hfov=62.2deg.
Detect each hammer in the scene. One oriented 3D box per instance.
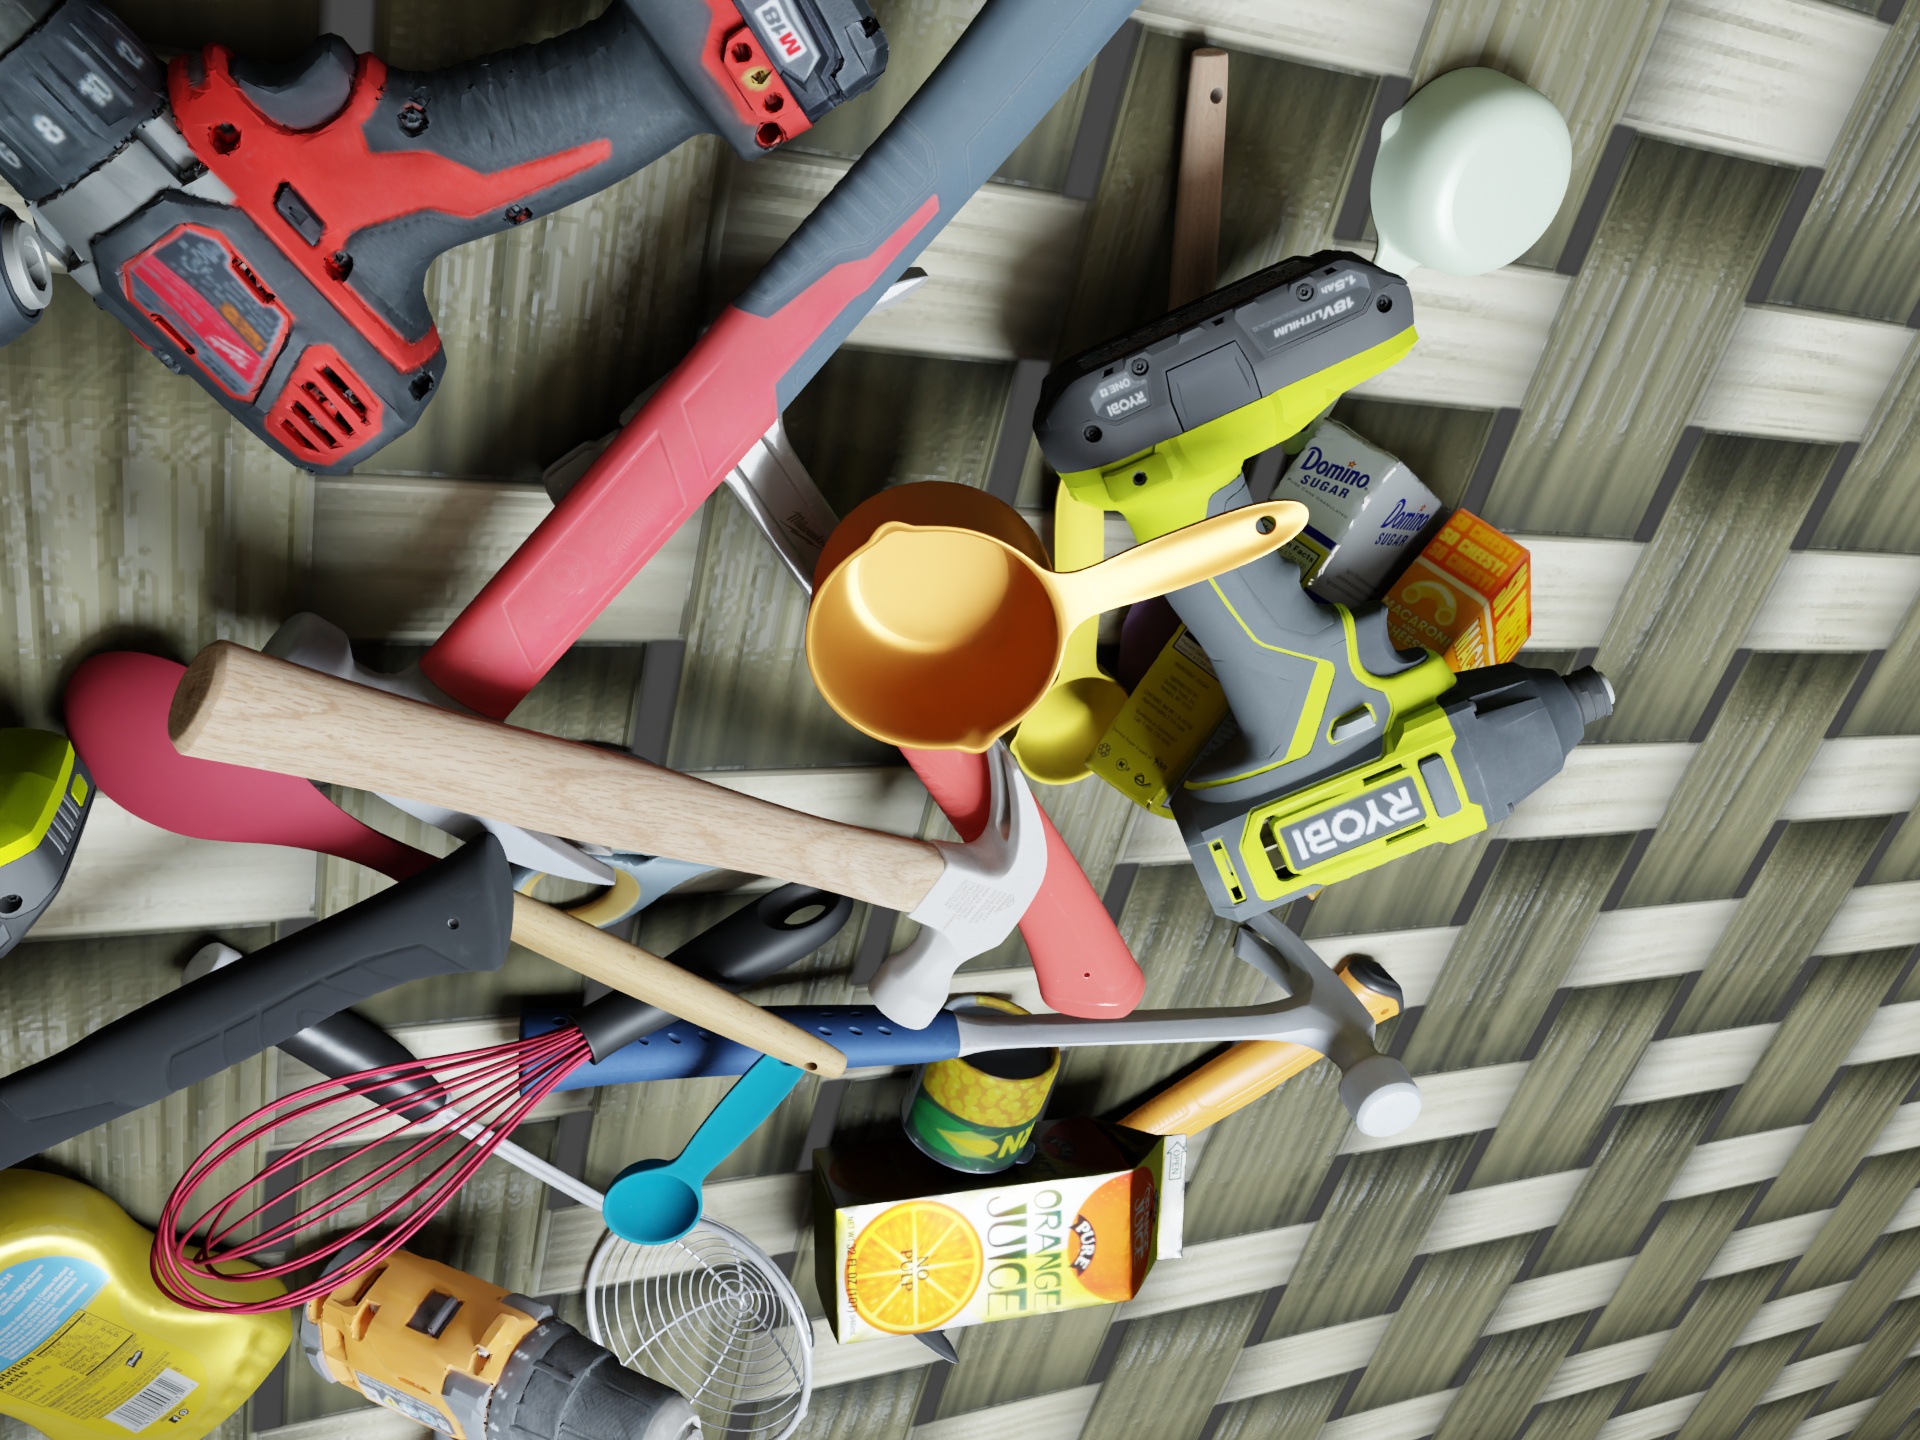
[{"bbox_3d":[-0.001,-0.002,0.639,0.149,0.037,0.358,-32,125,3],"label":"hammer"},{"bbox_3d":[-0.095,0.032,0.548,0.331,0.031,0.130,20,114,-42],"label":"hammer"},{"bbox_3d":[-0.055,-0.107,0.513,0.386,0.038,0.143,-45,124,12],"label":"hammer"},{"bbox_3d":[0.005,0.141,0.738,0.405,0.144,0.035,2,120,-18],"label":"hammer"},{"bbox_3d":[-0.305,0.121,0.539,0.335,0.035,0.146,-26,104,0],"label":"hammer"},{"bbox_3d":[0.104,0.239,0.896,0.337,0.034,0.127,-30,130,-5],"label":"hammer"}]

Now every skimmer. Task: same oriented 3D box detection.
[{"bbox_3d":[-0.194,0.220,0.691,0.127,0.090,0.362,-18,135,26],"label":"skimmer"}]

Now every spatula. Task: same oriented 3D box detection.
[{"bbox_3d":[0.092,-0.110,0.653,0.059,0.018,0.315,-19,130,-20],"label":"spatula"}]

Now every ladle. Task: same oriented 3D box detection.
[{"bbox_3d":[-0.171,0.068,0.582,0.315,0.031,0.069,31,123,-25],"label":"ladle"}]

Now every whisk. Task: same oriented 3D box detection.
[{"bbox_3d":[-0.166,0.134,0.623,0.296,0.073,0.073,-27,132,-26],"label":"whisk"}]

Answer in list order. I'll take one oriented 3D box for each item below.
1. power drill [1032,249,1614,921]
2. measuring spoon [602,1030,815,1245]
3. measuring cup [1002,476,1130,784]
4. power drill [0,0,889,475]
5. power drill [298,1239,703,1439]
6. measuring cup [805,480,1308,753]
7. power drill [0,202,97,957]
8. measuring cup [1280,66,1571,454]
[{"bbox_3d":[0.135,-0.052,0.596,0.171,0.080,0.223,-23,106,6],"label":"power drill"},{"bbox_3d":[-0.104,0.171,0.672,0.042,0.021,0.128,36,105,-23],"label":"measuring spoon"},{"bbox_3d":[0.044,-0.044,0.671,0.062,0.029,0.156,-14,125,-18],"label":"measuring cup"},{"bbox_3d":[-0.155,-0.187,0.422,0.226,0.080,0.187,-30,132,9],"label":"power drill"},{"bbox_3d":[-0.191,0.343,0.731,0.084,0.185,0.226,-55,151,-46],"label":"power drill"},{"bbox_3d":[0.030,-0.053,0.548,0.173,0.052,0.095,-19,122,7],"label":"measuring cup"},{"bbox_3d":[-0.329,-0.037,0.436,0.190,0.080,0.228,-8,125,-10],"label":"power drill"},{"bbox_3d":[0.183,-0.175,0.638,0.083,0.038,0.167,16,112,-35],"label":"measuring cup"}]
